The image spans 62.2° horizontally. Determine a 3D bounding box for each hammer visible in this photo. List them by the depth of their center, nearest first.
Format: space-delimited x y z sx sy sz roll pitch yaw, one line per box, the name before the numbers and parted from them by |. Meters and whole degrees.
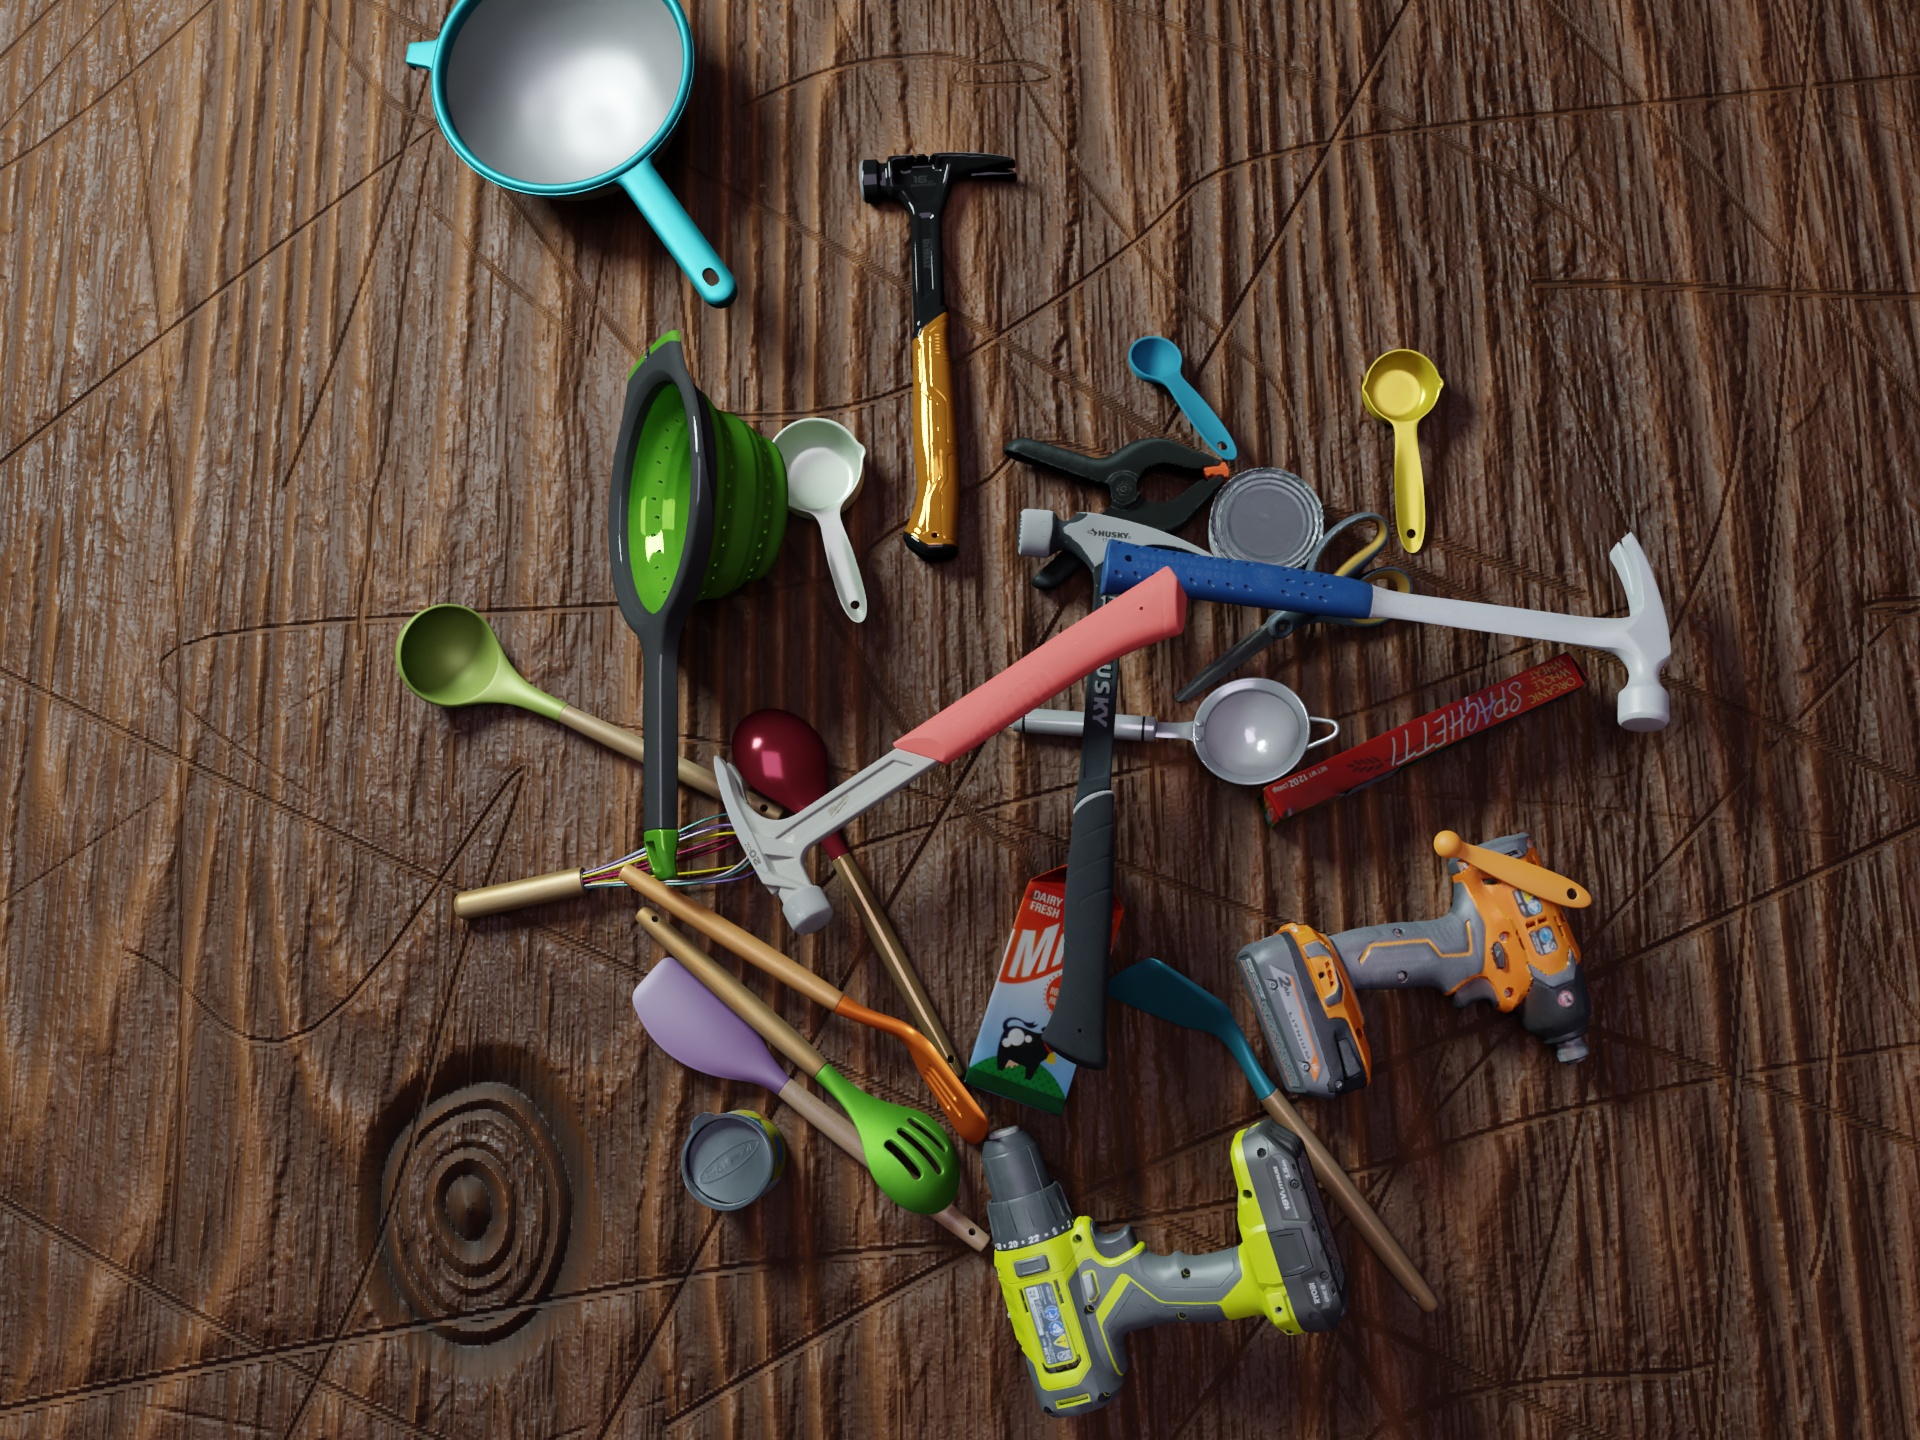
hammer | -0.002 -0.004 1.121 0.359 0.036 0.149 -33 65 6
hammer | 0.100 0.040 1.124 0.149 0.036 0.409 5 69 1
hammer | 0.305 -0.089 1.143 0.405 0.035 0.144 8 69 1
hammer | -0.015 -0.290 1.257 0.127 0.034 0.337 -2 79 4

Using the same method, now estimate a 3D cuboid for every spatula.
spatula | 0.227 0.292 1.126 0.044 0.082 0.317 -34 83 -34
spatula | -0.113 0.198 1.142 0.322 0.081 0.041 31 64 5
spatula | -0.109 0.285 1.158 0.316 0.018 0.060 35 65 9

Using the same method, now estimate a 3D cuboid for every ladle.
ladle | -0.078 0.125 1.183 0.069 0.031 0.315 -26 81 -23
ladle | -0.280 0.003 1.205 0.320 0.062 0.078 25 78 5

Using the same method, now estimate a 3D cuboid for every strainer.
strainer | 0.149 0.006 1.189 0.258 0.050 0.087 4 66 10
strainer | -0.271 -0.452 1.272 0.211 0.095 0.340 -35 81 -1

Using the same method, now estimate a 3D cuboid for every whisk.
whisk | -0.261 0.113 1.189 0.245 0.047 0.051 -12 85 4

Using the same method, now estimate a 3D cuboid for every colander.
colander | -0.187 -0.081 1.178 0.094 0.204 0.397 3 81 -29

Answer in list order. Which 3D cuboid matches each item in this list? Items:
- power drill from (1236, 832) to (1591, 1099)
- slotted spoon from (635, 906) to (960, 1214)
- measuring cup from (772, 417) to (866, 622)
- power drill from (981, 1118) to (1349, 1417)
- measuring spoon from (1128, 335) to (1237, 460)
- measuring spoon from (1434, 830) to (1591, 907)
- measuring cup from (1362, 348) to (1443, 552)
power drill | 0.329 0.191 1.124 0.226 0.084 0.164 -19 79 -5
slotted spoon | -0.122 0.240 1.160 0.314 0.031 0.070 39 46 13
measuring cup | -0.099 -0.151 1.234 0.083 0.038 0.168 -17 81 0
power drill | 0.131 0.353 1.087 0.228 0.080 0.191 -19 80 14
measuring spoon | 0.174 -0.245 1.236 0.042 0.021 0.129 -27 70 -17
measuring spoon | 0.385 0.104 1.104 0.117 0.011 0.021 22 76 0
measuring cup | 0.342 -0.207 1.231 0.062 0.029 0.156 -4 91 2
